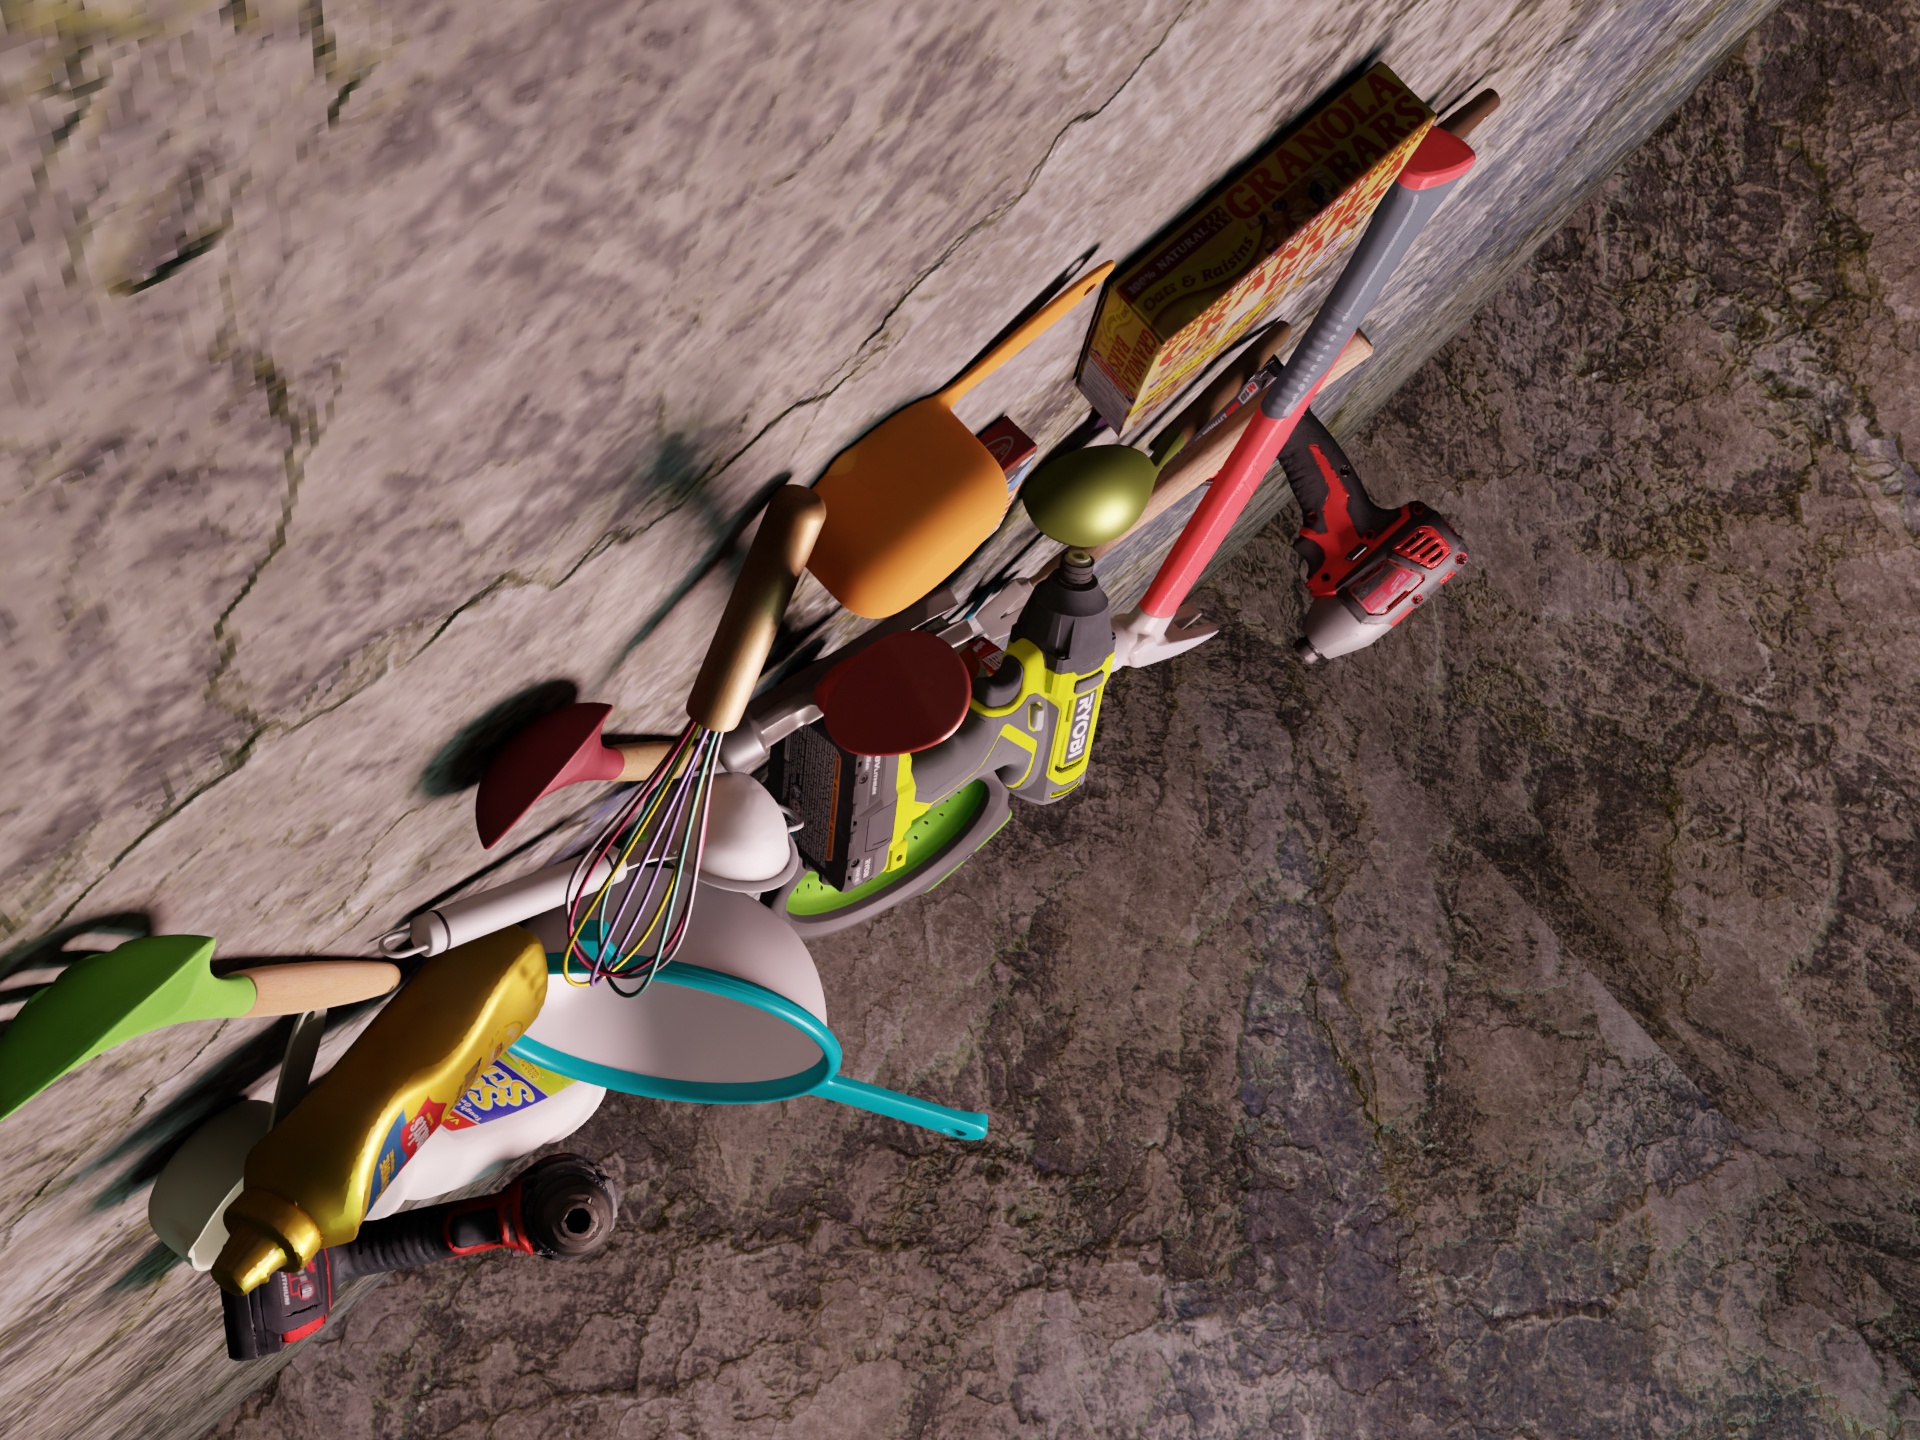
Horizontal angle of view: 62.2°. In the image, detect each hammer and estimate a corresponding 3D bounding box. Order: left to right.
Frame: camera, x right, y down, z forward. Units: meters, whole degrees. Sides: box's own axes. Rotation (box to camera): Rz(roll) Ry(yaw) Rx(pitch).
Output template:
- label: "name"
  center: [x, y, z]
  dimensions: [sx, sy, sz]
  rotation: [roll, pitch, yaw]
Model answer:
- label: "hammer"
  center: [-0.034, -0.019, 0.662]
  dimensions: [0.149, 0.036, 0.359]
  rotation: [-30, -174, -8]
- label: "hammer"
  center: [0.140, -0.160, 1.100]
  dimensions: [0.331, 0.031, 0.130]
  rotation: [-37, -176, 22]
- label: "hammer"
  center: [0.204, -0.187, 1.002]
  dimensions: [0.143, 0.038, 0.386]
  rotation: [-18, 146, -47]

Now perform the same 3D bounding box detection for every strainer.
- label: "strainer"
  center: [-0.164, 0.068, 0.775]
  dimensions: [0.258, 0.087, 0.050]
  rotation: [-21, 145, -46]
- label: "strainer"
  center: [-0.117, 0.167, 0.950]
  dimensions: [0.211, 0.340, 0.095]
  rotation: [-31, -136, 45]

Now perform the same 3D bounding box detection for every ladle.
- label: "ladle"
  center: [-0.146, 0.018, 0.703]
  dimensions: [0.069, 0.031, 0.315]
  rotation: [-46, 177, 2]
- label: "ladle"
  center: [0.140, -0.201, 1.023]
  dimensions: [0.320, 0.062, 0.078]
  rotation: [-47, -176, -42]

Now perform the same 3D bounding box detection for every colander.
- label: "colander"
  center: [-0.113, 0.059, 1.092]
  dimensions: [0.204, 0.095, 0.397]
  rotation: [-43, 157, 21]

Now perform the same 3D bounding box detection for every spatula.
- label: "spatula"
  center: [0.196, -0.268, 0.928]
  dimensions: [0.316, 0.018, 0.060]
  rotation: [-40, 179, -5]

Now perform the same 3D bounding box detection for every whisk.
- label: "whisk"
  center: [-0.107, 0.017, 0.623]
  dimensions: [0.047, 0.051, 0.245]
  rotation: [9, 122, -32]

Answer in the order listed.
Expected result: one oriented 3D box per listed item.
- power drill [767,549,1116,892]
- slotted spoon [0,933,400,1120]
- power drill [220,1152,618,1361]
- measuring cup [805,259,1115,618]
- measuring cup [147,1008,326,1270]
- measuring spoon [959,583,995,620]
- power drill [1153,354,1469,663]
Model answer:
- label: "power drill"
  center: [-0.002, -0.003, 0.945]
  dimensions: [0.223, 0.080, 0.171]
  rotation: [-24, 137, -37]
- label: "slotted spoon"
  center: [-0.252, 0.098, 0.570]
  dimensions: [0.070, 0.031, 0.313]
  rotation: [-41, 177, -7]
- label: "power drill"
  center: [-0.317, 0.311, 0.952]
  dimensions: [0.226, 0.080, 0.188]
  rotation: [-8, 171, -20]
- label: "measuring cup"
  center: [0.009, -0.109, 0.637]
  dimensions: [0.173, 0.052, 0.095]
  rotation: [-40, 175, 7]
- label: "measuring cup"
  center: [-0.322, 0.177, 0.720]
  dimensions: [0.167, 0.038, 0.083]
  rotation: [-63, 170, 26]
- label: "measuring spoon"
  center: [-0.021, -0.057, 1.144]
  dimensions: [0.128, 0.021, 0.042]
  rotation: [-50, 178, -16]
- label: "power drill"
  center: [0.251, -0.154, 1.178]
  dimensions: [0.143, 0.220, 0.078]
  rotation: [-43, 175, 16]
